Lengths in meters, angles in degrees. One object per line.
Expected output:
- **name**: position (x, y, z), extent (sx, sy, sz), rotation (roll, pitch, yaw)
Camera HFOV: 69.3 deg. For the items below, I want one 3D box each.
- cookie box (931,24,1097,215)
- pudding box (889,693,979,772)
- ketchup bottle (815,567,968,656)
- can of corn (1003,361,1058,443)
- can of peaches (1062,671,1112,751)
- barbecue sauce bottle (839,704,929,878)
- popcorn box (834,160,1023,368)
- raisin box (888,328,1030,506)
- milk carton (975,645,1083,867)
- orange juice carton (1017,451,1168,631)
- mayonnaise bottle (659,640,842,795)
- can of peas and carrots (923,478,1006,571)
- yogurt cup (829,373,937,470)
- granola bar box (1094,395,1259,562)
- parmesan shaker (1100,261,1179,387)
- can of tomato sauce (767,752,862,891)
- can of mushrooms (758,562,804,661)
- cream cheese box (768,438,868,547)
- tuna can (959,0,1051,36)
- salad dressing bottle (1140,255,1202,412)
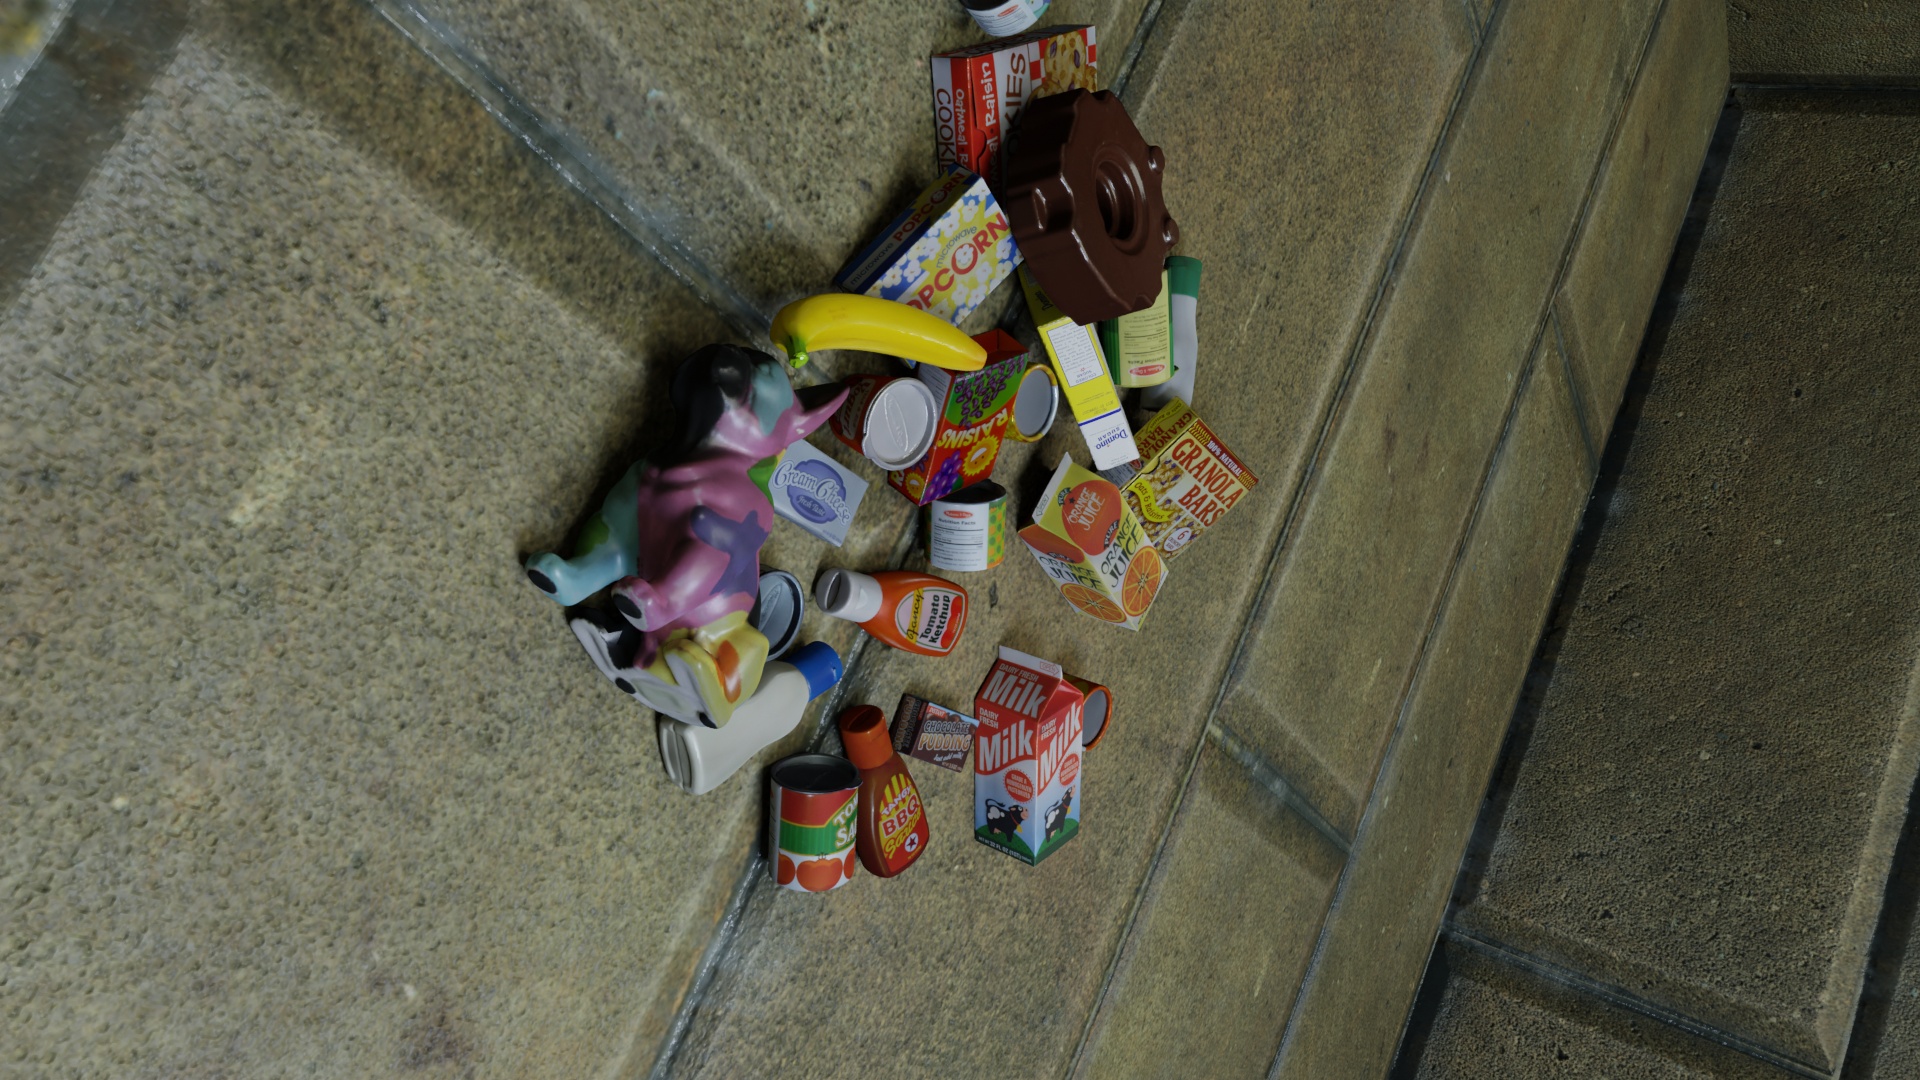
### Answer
- **cookie box**: position (0.048, -0.328, 1.085), extent (0.168, 0.040, 0.122), rotation (-32, 127, -43)
- **pudding box**: position (-0.023, 0.163, 1.176), extent (0.083, 0.030, 0.050), rotation (31, 76, -53)
- **ketchup bottle**: position (-0.053, 0.051, 1.084), extent (0.149, 0.043, 0.064), rotation (19, 87, -54)
- **can of corn**: position (0.037, -0.116, 1.131), extent (0.071, 0.058, 0.071), rotation (-23, 120, -47)
- **can of peaches**: position (0.105, 0.160, 1.323), extent (0.071, 0.058, 0.071), rotation (-23, 120, -47)
- **barbecue sauce bottle**: position (-0.065, 0.200, 1.121), extent (0.065, 0.044, 0.147), rotation (-40, 131, -37)
- **popcorn box**: position (-0.020, -0.199, 1.011), extent (0.127, 0.038, 0.085), rotation (-46, 137, -6)
- **raisin box**: position (-0.003, -0.094, 1.065), extent (0.086, 0.040, 0.122), rotation (-25, 144, -42)
- **milk carton**: position (0.062, 0.190, 1.264), extent (0.074, 0.072, 0.189), rotation (-24, 120, -47)
- **orange juice carton**: position (0.117, 0.000, 1.268), extent (0.072, 0.073, 0.192), rotation (-60, 141, -19)
- **mayonnaise bottle**: position (-0.146, 0.119, 0.988), extent (0.149, 0.041, 0.064), rotation (-32, 128, -45)
- **can of peas and carrots**: position (0.004, -0.014, 1.119), extent (0.071, 0.071, 0.058), rotation (-22, 120, -48)
- **yogurt cup**: position (-0.058, -0.090, 1.010), extent (0.073, 0.054, 0.072), rotation (-19, 118, -38)
- **granola bar box**: position (0.208, -0.055, 1.352), extent (0.124, 0.039, 0.165), rotation (-44, 144, 10)
- **parmesan shaker**: position (0.162, -0.199, 1.260), extent (0.071, 0.071, 0.102), rotation (-32, 126, -43)
- **can of tomato sauce**: position (-0.109, 0.212, 1.045), extent (0.071, 0.071, 0.082), rotation (-16, 116, -50)
- **can of mushrooms**: position (-0.144, 0.048, 0.969), extent (0.071, 0.033, 0.070), rotation (-24, 122, -47)
- **cream cheese box**: position (-0.111, -0.038, 0.991), extent (0.103, 0.024, 0.053), rotation (34, 74, -53)
- **tuna can**: position (0.034, -0.408, 1.017), extent (0.033, 0.071, 0.071), rotation (36, 74, -53)
- **salad dressing bottle**: position (0.204, -0.196, 1.330), extent (0.044, 0.064, 0.147), rotation (8, 88, -17)
